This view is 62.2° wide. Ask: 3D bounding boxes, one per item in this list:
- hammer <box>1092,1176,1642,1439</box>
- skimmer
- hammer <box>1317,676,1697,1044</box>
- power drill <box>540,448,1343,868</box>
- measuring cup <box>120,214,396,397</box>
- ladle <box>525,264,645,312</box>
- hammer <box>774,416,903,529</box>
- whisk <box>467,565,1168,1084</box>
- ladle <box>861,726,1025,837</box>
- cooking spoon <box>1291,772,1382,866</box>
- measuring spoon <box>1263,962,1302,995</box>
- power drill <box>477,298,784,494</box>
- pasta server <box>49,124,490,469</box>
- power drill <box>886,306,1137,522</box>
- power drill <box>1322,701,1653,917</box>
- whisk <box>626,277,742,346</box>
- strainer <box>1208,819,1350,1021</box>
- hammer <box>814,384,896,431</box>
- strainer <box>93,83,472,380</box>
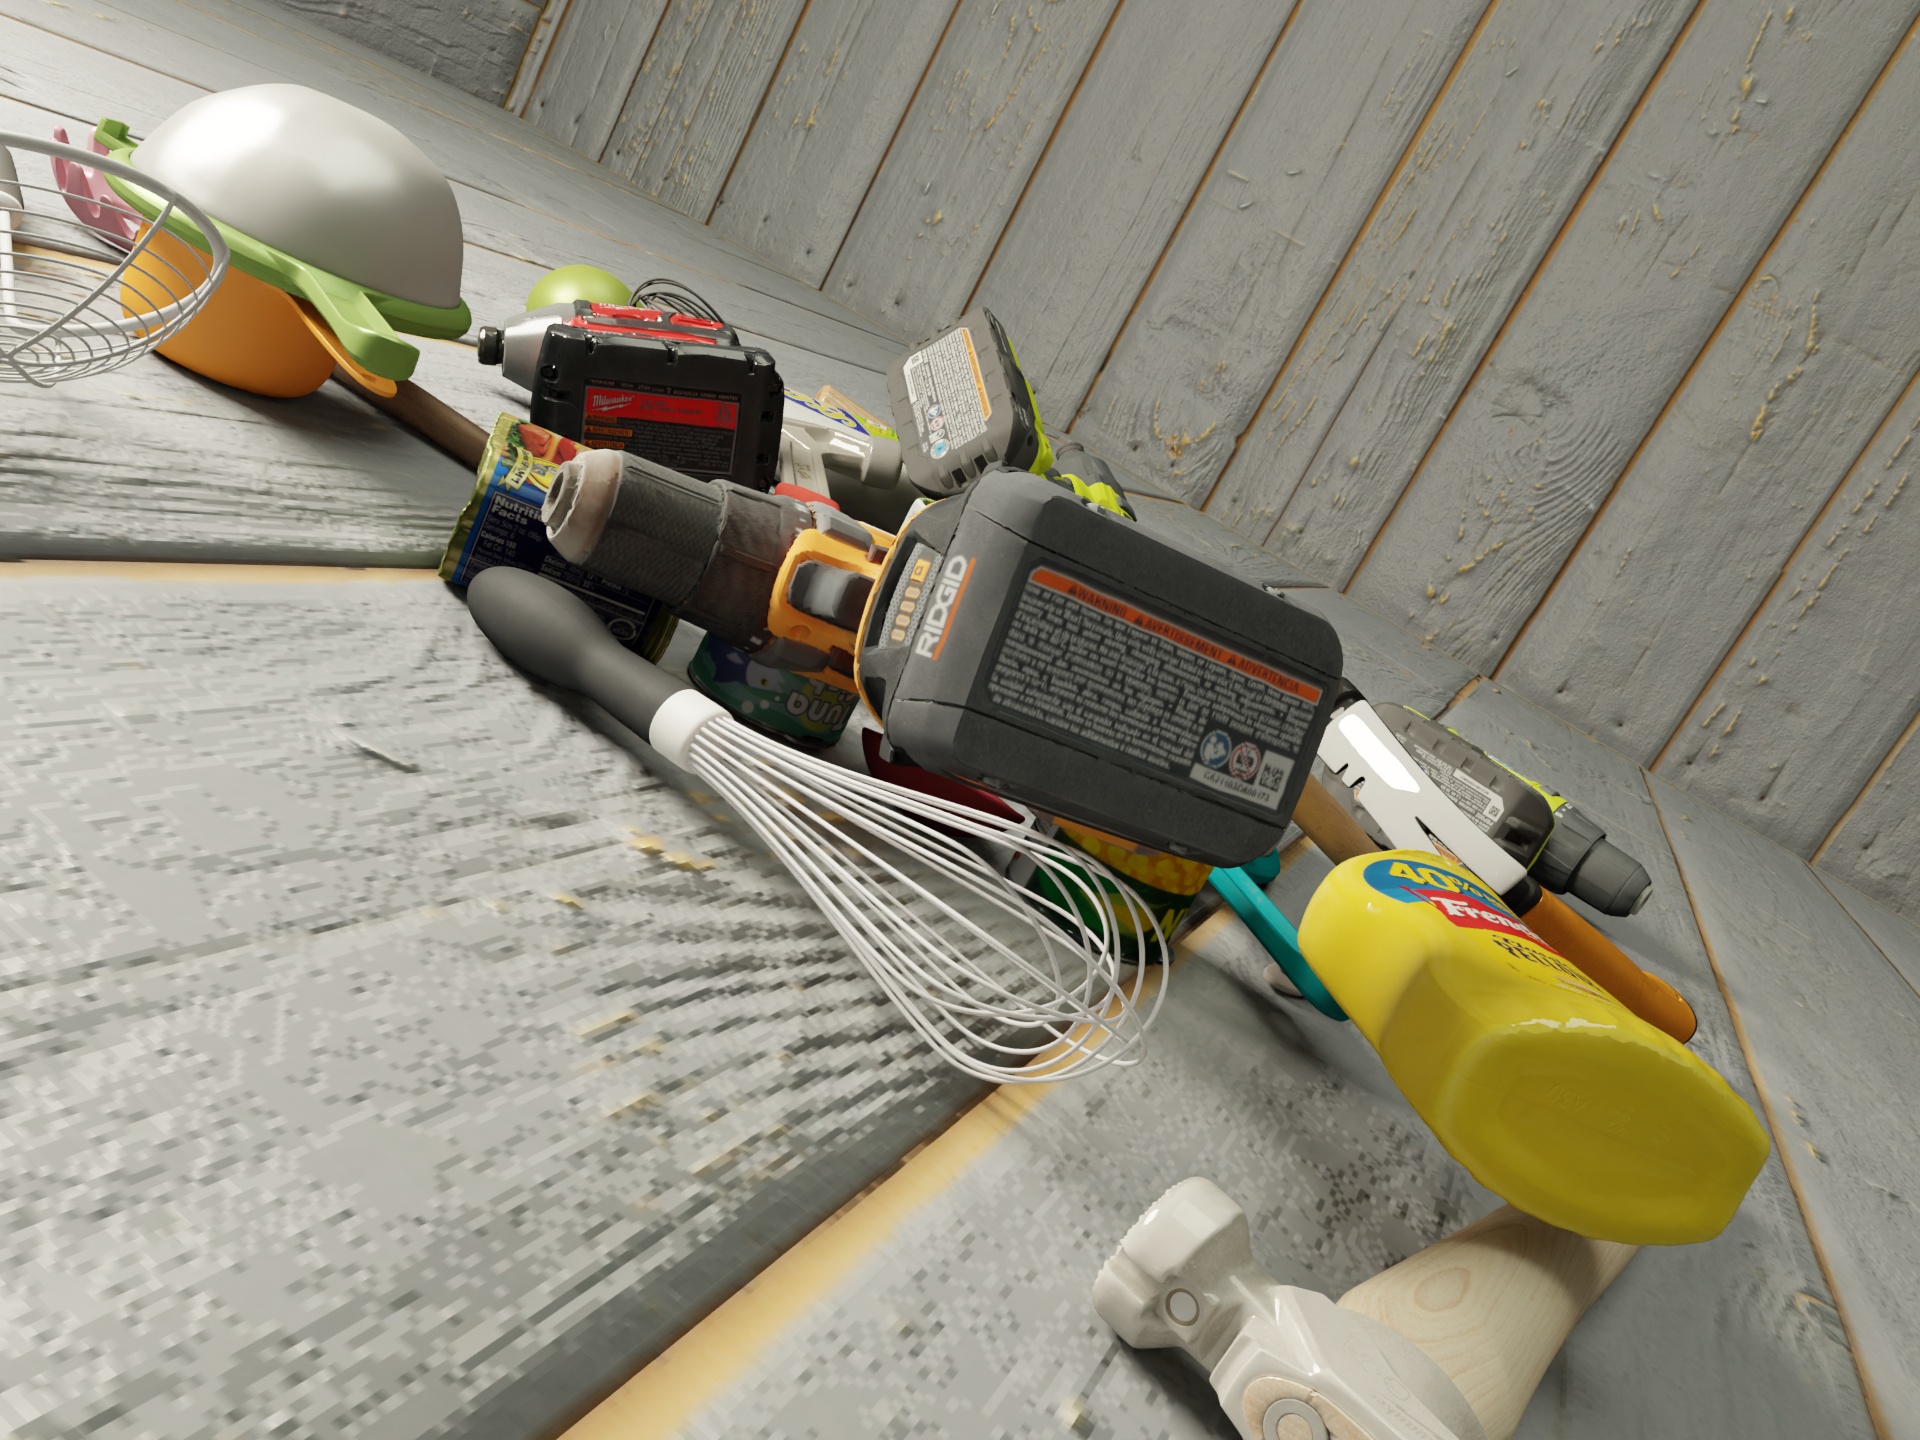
[{"bbox_3d":[0.189,0.163,0.478,0.146,0.038,0.410,38,17,28],"label":"hammer"},{"bbox_3d":[-0.356,-0.203,0.586,0.127,0.090,0.364,-1,28,-32],"label":"skimmer"},{"bbox_3d":[0.272,0.094,0.730,0.336,0.034,0.127,34,18,-40],"label":"hammer"},{"bbox_3d":[-0.020,-0.033,0.484,0.185,0.084,0.226,21,0,-27],"label":"power drill"},{"bbox_3d":[-0.275,-0.149,0.639,0.095,0.052,0.174,10,25,-51],"label":"measuring cup"},{"bbox_3d":[-0.175,-0.243,1.186,0.319,0.062,0.078,27,6,-36],"label":"ladle"},{"bbox_3d":[-0.089,-0.106,0.840,0.149,0.036,0.359,9,22,-12],"label":"hammer"},{"bbox_3d":[-0.058,0.019,0.477,0.285,0.070,0.070,31,14,29],"label":"whisk"},{"bbox_3d":[-0.001,-0.002,0.702,0.069,0.031,0.315,31,13,-3],"label":"ladle"},{"bbox_3d":[0.159,0.058,0.617,0.318,0.017,0.069,43,23,-26],"label":"cooking spoon"},{"bbox_3d":[0.159,0.101,0.666,0.034,0.018,0.124,38,18,31],"label":"measuring spoon"},{"bbox_3d":[-0.174,-0.174,0.824,0.143,0.078,0.220,3,21,-19],"label":"power drill"},{"bbox_3d":[-0.302,-0.185,0.738,0.316,0.040,0.060,33,27,12],"label":"pasta server"},{"bbox_3d":[0.049,-0.156,1.027,0.223,0.080,0.171,37,33,-49],"label":"power drill"},{"bbox_3d":[0.343,0.063,1.029,0.191,0.080,0.228,37,14,29],"label":"power drill"},{"bbox_3d":[-0.141,-0.232,1.135,0.238,0.055,0.055,34,9,-35],"label":"whisk"},{"bbox_3d":[0.110,0.003,0.704,0.210,0.095,0.341,31,12,-27],"label":"strainer"},{"bbox_3d":[0.029,-0.163,1.246,0.331,0.031,0.130,30,15,-17],"label":"hammer"},{"bbox_3d":[-0.241,-0.199,0.622,0.151,0.069,0.257,17,17,-38],"label":"strainer"}]
